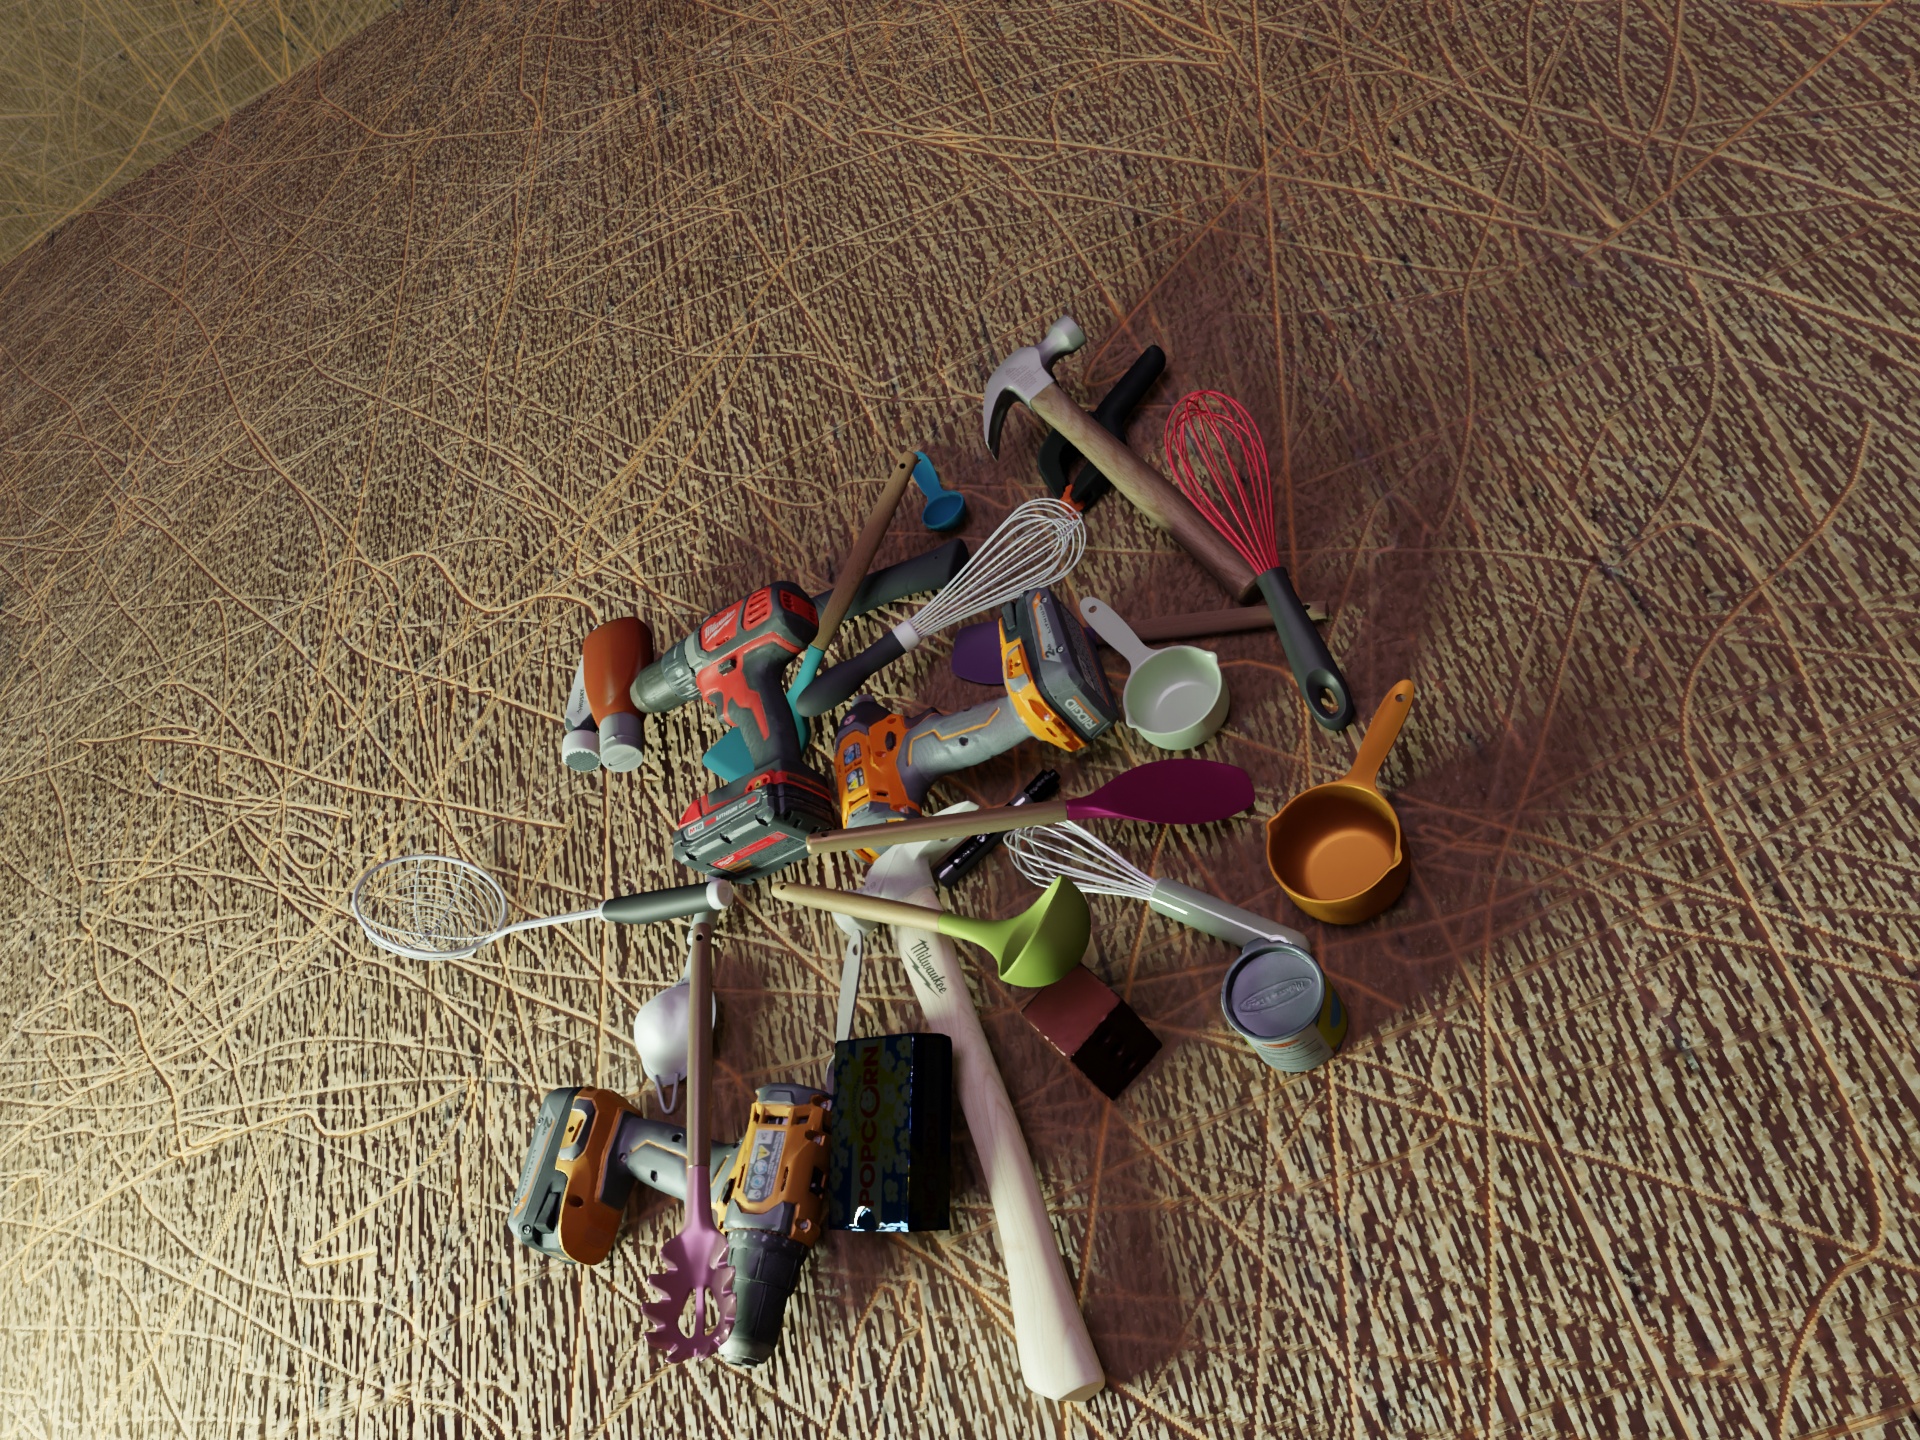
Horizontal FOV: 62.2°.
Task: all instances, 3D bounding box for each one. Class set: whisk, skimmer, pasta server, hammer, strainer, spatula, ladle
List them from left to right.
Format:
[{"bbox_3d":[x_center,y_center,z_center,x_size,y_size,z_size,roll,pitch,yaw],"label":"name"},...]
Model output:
[{"bbox_3d":[-0.347,0.139,1.314,0.363,0.090,0.127,-12,18,30],"label":"skimmer"},{"bbox_3d":[-0.212,0.180,1.263,0.087,0.050,0.259,-16,47,38],"label":"strainer"},{"bbox_3d":[-0.179,0.277,1.085,0.060,0.040,0.317,-6,55,1],"label":"pasta server"},{"bbox_3d":[-0.179,-0.079,1.425,0.409,0.036,0.149,-19,50,17],"label":"hammer"},{"bbox_3d":[-0.112,-0.086,1.345,0.082,0.044,0.317,26,92,19],"label":"spatula"},{"bbox_3d":[-0.036,0.130,1.109,0.320,0.062,0.078,4,53,45],"label":"ladle"},{"bbox_3d":[-0.017,-0.088,1.308,0.284,0.070,0.070,-35,48,2],"label":"whisk"},{"bbox_3d":[0.020,0.244,1.067,0.146,0.038,0.411,-40,48,22],"label":"hammer"},{"bbox_3d":[0.133,-0.202,1.294,0.130,0.031,0.332,-41,57,0],"label":"hammer"},{"bbox_3d":[0.132,-0.067,1.244,0.316,0.018,0.060,-6,62,28],"label":"spatula"},{"bbox_3d":[0.132,0.117,1.104,0.246,0.059,0.057,21,108,34],"label":"whisk"},{"bbox_3d":[0.222,-0.124,1.171,0.073,0.073,0.296,-25,67,13],"label":"whisk"}]

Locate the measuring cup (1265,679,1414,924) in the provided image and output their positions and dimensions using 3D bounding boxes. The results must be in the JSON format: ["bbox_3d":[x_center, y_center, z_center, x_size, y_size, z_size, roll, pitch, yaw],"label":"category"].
[{"bbox_3d":[0.270,0.056,1.058,0.095,0.052,0.174,15,66,37],"label":"measuring cup"}]

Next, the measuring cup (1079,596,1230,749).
[{"bbox_3d":[0.141,-0.040,1.207,0.083,0.038,0.168,-40,47,1],"label":"measuring cup"}]

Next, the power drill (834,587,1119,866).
[{"bbox_3d":[-0.002,-0.004,1.230,0.226,0.084,0.164,-33,40,16],"label":"power drill"}]

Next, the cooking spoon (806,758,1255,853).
[{"bbox_3d":[0.050,0.067,1.126,0.319,0.017,0.069,-7,40,-2],"label":"cooking spoon"}]

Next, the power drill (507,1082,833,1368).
[{"bbox_3d":[-0.201,0.347,1.117,0.226,0.084,0.185,-3,58,23],"label":"power drill"}]

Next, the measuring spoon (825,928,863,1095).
[{"bbox_3d":[-0.076,0.213,1.148,0.034,0.018,0.124,-2,80,54],"label":"measuring spoon"}]

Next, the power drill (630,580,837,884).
[{"bbox_3d":[-0.190,0.014,1.288,0.188,0.080,0.227,-26,57,28],"label":"power drill"}]

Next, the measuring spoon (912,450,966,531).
[{"bbox_3d":[-0.022,-0.206,1.436,0.042,0.021,0.129,-33,39,8],"label":"measuring spoon"}]
